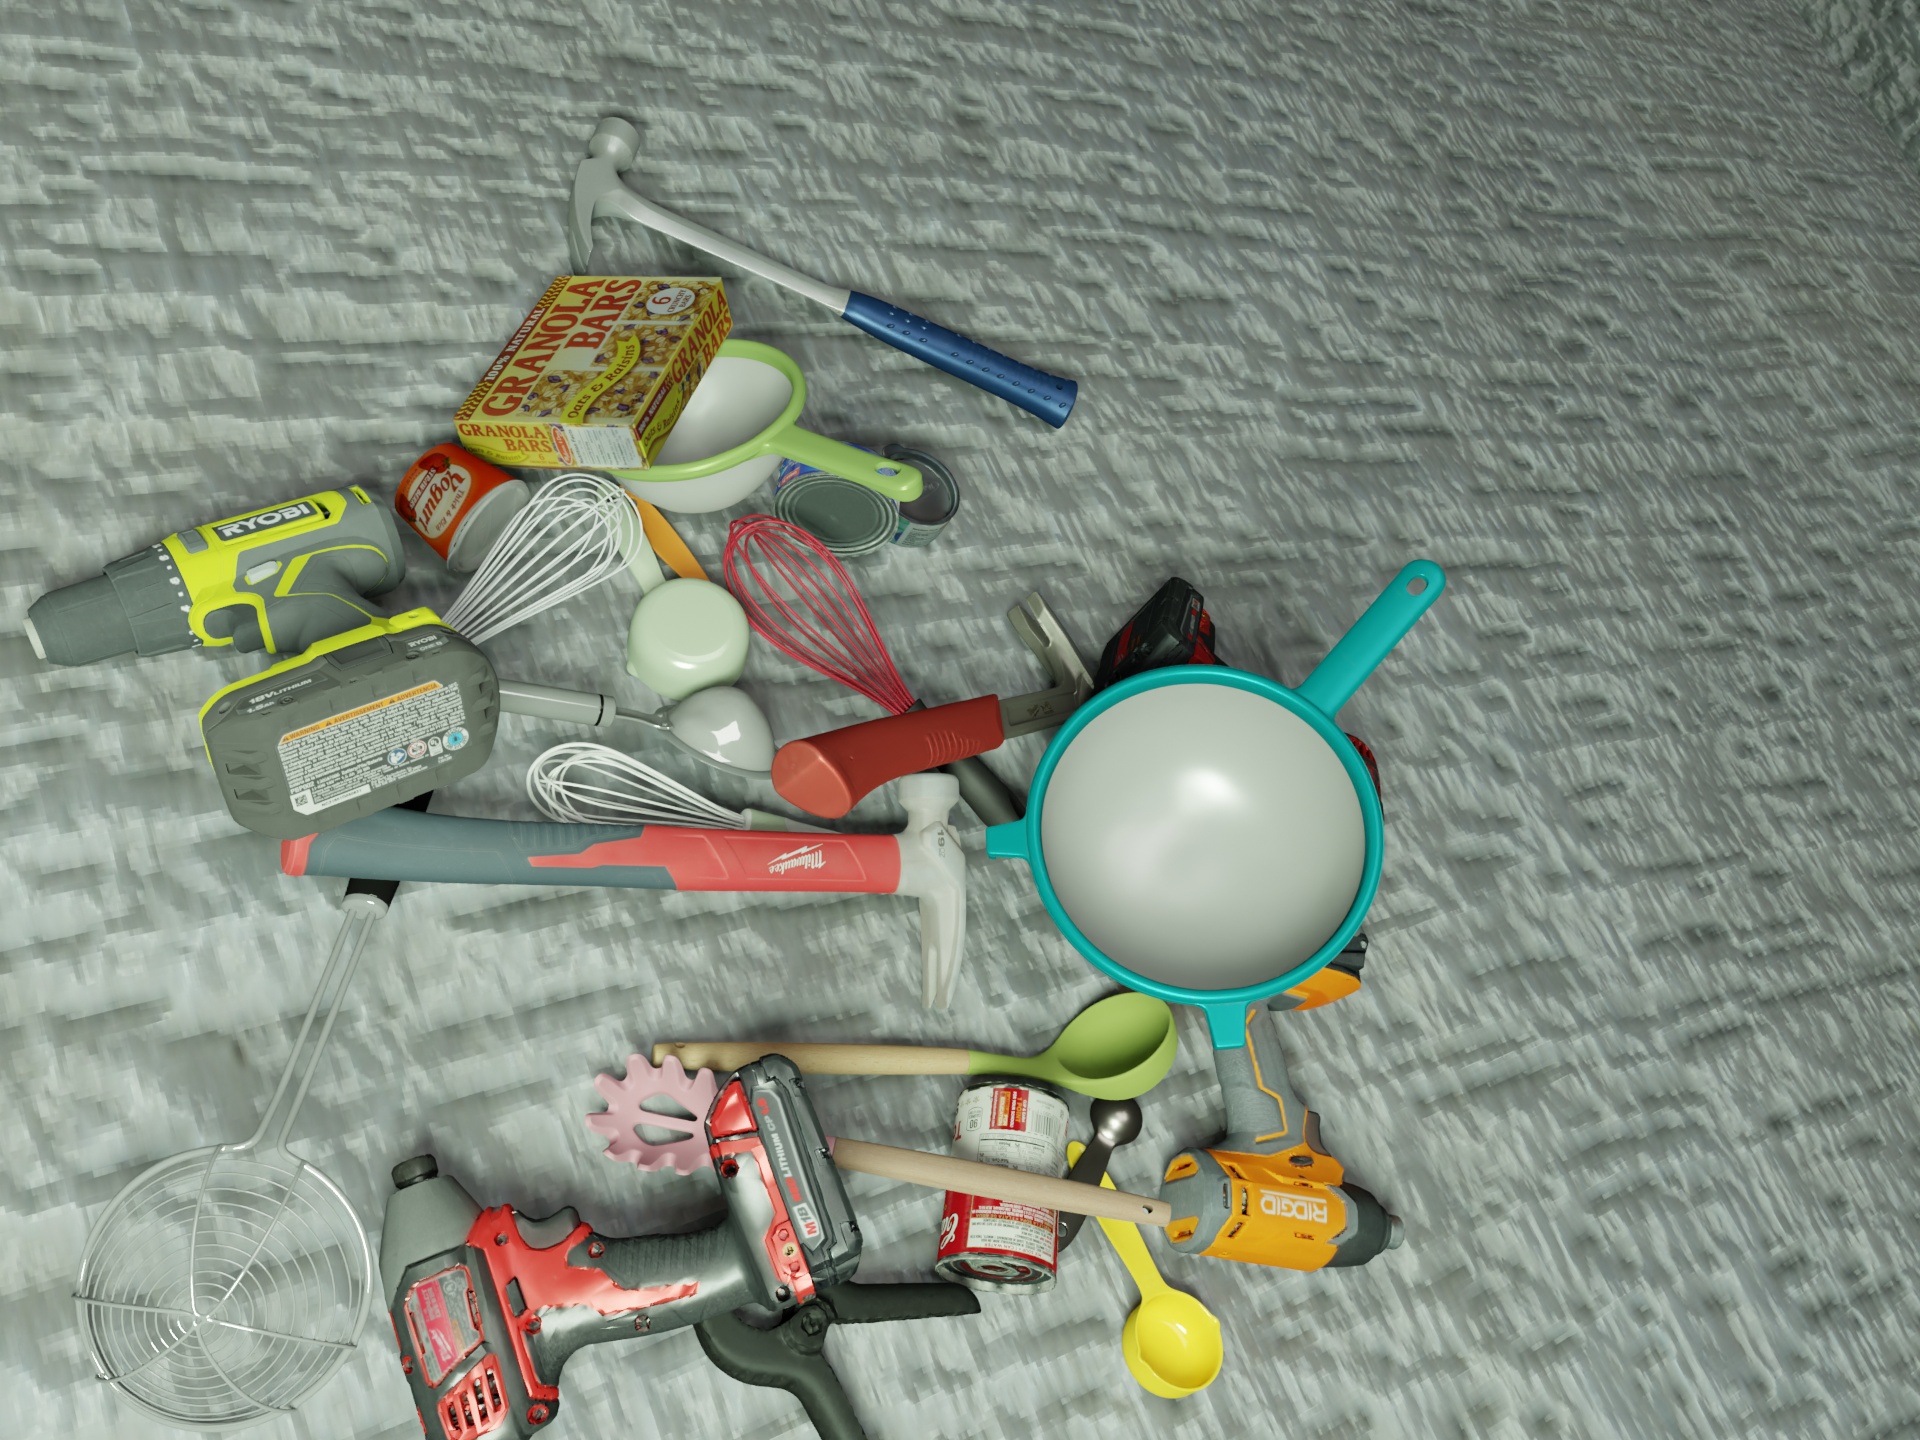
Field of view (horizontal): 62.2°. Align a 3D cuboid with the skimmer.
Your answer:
[{"bbox_3d":[-0.323,0.160,0.807,0.127,0.090,0.364,14,46,-9],"label":"skimmer"}]

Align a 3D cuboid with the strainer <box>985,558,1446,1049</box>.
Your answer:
[{"bbox_3d":[0.188,0.034,0.995,0.211,0.095,0.340,39,74,16],"label":"strainer"}]

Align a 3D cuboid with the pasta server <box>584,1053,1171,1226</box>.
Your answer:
[{"bbox_3d":[-0.042,0.236,0.854,0.316,0.040,0.060,11,67,0],"label":"pasta server"}]

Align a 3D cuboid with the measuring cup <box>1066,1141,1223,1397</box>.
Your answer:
[{"bbox_3d":[0.099,0.325,0.944,0.062,0.029,0.157,-9,56,-34],"label":"measuring cup"}]

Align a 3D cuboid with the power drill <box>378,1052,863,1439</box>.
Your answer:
[{"bbox_3d":[-0.169,0.251,0.777,0.219,0.078,0.143,-20,73,-13],"label":"power drill"}]

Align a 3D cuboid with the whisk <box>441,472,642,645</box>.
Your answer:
[{"bbox_3d":[-0.291,-0.052,0.928,0.070,0.070,0.285,42,59,-1],"label":"whisk"}]

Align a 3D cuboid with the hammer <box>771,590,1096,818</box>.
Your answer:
[{"bbox_3d":[-0.002,-0.003,0.978,0.149,0.036,0.359,58,29,11],"label":"hammer"}]

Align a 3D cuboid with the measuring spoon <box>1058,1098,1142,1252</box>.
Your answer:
[{"bbox_3d":[0.080,0.267,0.952,0.034,0.018,0.124,33,43,6],"label":"measuring spoon"}]

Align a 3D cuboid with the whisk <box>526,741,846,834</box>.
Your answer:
[{"bbox_3d":[-0.138,0.062,0.953,0.246,0.059,0.058,17,29,-24],"label":"whisk"}]

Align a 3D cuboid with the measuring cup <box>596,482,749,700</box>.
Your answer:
[{"bbox_3d":[-0.191,-0.091,1.008,0.083,0.038,0.168,-23,73,-24],"label":"measuring cup"}]

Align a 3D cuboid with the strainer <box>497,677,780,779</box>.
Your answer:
[{"bbox_3d":[-0.201,-0.005,0.933,0.258,0.050,0.087,10,22,-29],"label":"strainer"}]

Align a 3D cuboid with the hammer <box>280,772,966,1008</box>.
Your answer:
[{"bbox_3d":[-0.168,0.091,0.881,0.386,0.038,0.143,5,79,-31],"label":"hammer"}]

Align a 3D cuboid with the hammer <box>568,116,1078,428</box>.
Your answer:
[{"bbox_3d":[-0.098,-0.313,1.195,0.405,0.035,0.144,21,55,-16],"label":"hammer"}]

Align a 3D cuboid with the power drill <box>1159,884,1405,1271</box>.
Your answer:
[{"bbox_3d":[0.210,0.233,1.017,0.164,0.084,0.227,16,61,-20],"label":"power drill"}]

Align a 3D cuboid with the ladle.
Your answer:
[{"bbox_3d":[-0.019,0.189,0.935,0.320,0.078,0.062,6,105,-21],"label":"ladle"}]

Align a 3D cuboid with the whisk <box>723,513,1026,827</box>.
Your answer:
[{"bbox_3d":[-0.049,-0.020,1.040,0.296,0.073,0.073,47,52,-4],"label":"whisk"}]

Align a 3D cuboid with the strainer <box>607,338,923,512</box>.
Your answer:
[{"bbox_3d":[-0.127,-0.166,1.022,0.256,0.069,0.151,23,54,28],"label":"strainer"}]

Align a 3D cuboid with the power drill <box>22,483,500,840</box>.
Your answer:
[{"bbox_3d":[-0.359,-0.037,0.821,0.190,0.080,0.229,-24,43,-30],"label":"power drill"}]

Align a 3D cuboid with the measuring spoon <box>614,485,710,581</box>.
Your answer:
[{"bbox_3d":[-0.190,-0.110,1.047,0.021,0.011,0.117,-36,79,-27],"label":"measuring spoon"}]

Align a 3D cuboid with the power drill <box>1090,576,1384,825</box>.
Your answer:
[{"bbox_3d":[0.201,0.021,1.098,0.226,0.080,0.188,39,27,-8],"label":"power drill"}]
